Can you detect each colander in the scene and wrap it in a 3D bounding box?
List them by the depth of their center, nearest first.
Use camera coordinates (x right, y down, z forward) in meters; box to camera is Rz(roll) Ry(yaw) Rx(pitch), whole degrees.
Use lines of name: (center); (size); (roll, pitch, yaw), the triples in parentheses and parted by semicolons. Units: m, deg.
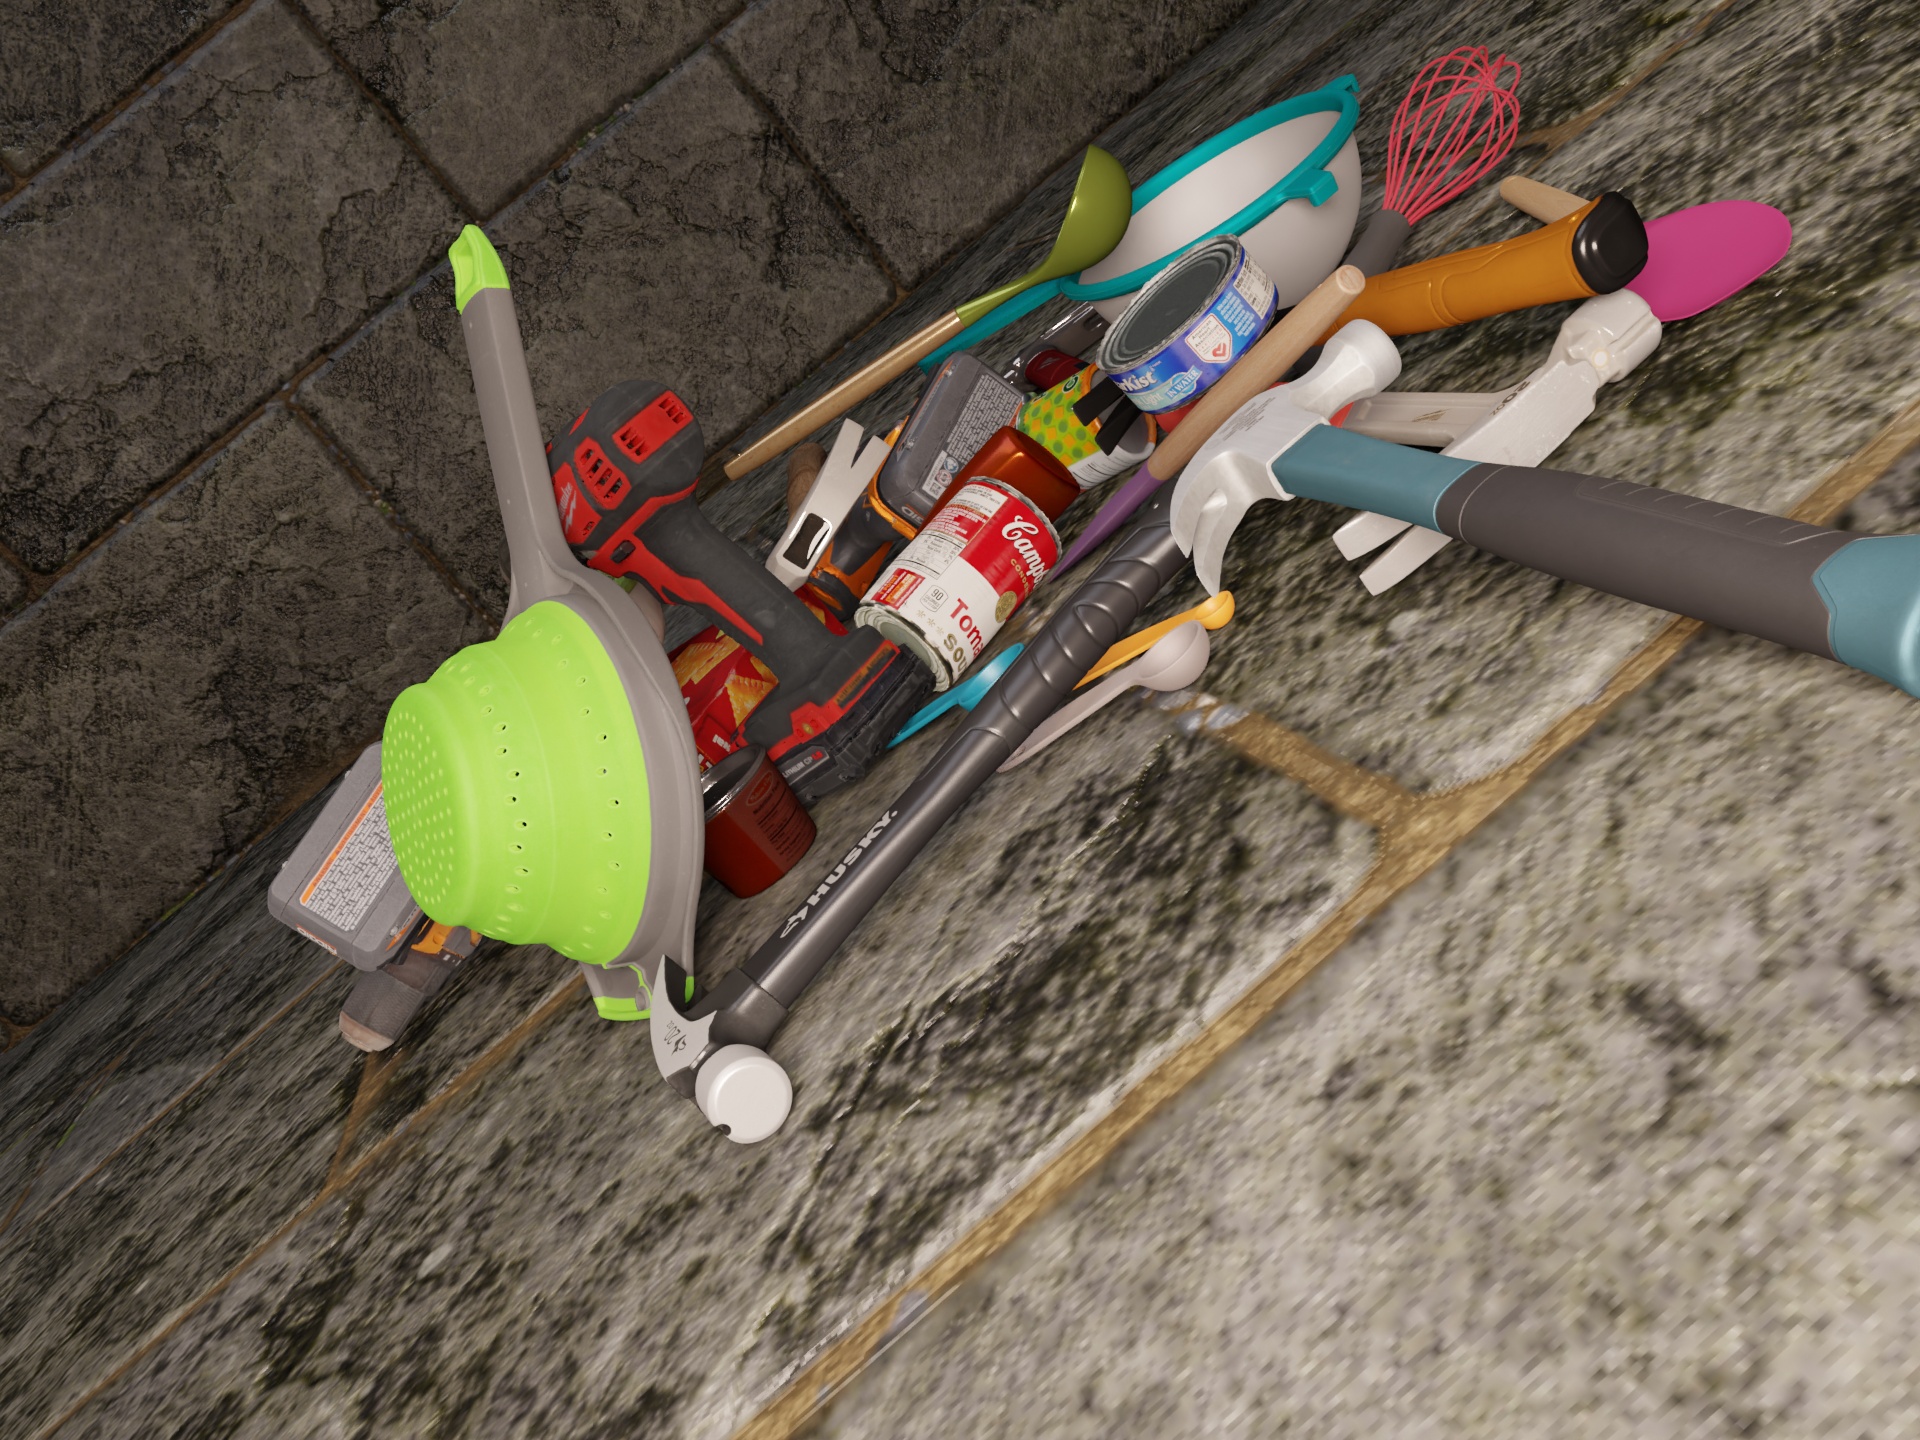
colander: (-0.227, -0.045, 0.751); (0.094, 0.397, 0.204); (-9, -7, -37)

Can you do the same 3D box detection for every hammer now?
hammer: (0.170, -0.068, 0.501); (0.128, 0.033, 0.331); (-40, 25, -5)
hammer: (-0.005, 0.022, 0.668); (0.335, 0.035, 0.146); (-48, 19, -13)
hammer: (0.171, -0.183, 0.729); (0.127, 0.034, 0.337); (-43, 19, -13)
hammer: (0.162, -0.139, 0.755); (0.149, 0.036, 0.359); (-41, 18, -3)
hammer: (-0.099, -0.147, 1.038); (0.130, 0.031, 0.331); (-55, 14, 11)
hammer: (0.097, -0.259, 1.176); (0.143, 0.038, 0.386); (-36, 18, 5)

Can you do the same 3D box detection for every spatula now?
spatula: (0.106, -0.131, 0.751); (0.060, 0.018, 0.316); (-48, 2, -21)

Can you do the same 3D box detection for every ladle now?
ladle: (-0.029, -0.253, 1.016); (0.320, 0.062, 0.078); (-31, 16, 15)

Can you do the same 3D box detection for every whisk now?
whisk: (0.258, -0.300, 0.927); (0.073, 0.073, 0.296); (-13, 38, 55)

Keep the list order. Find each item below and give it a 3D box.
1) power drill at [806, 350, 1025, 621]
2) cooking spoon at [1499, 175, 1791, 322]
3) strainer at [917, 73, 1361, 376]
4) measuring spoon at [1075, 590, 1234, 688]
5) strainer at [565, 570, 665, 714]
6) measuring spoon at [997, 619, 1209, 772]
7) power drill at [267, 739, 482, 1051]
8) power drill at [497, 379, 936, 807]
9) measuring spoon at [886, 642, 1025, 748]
power drill: (-0.035, -0.166, 1.085); (0.226, 0.084, 0.164); (-20, 40, 61)
cooking spoon: (0.294, -0.224, 0.725); (0.069, 0.017, 0.319); (-33, 19, 17)
strainer: (0.125, -0.281, 1.052); (0.340, 0.095, 0.211); (-23, 28, 32)
measuring spoon: (0.078, -0.029, 0.707); (0.117, 0.011, 0.021); (-28, 21, 44)
strainer: (-0.280, -0.005, 1.039); (0.256, 0.069, 0.152); (-39, 19, 16)
measuring spoon: (0.060, -0.003, 0.675); (0.124, 0.018, 0.034); (-35, 18, 38)
power drill: (-0.340, 0.114, 0.972); (0.185, 0.084, 0.226); (-59, -3, -13)
power drill: (-0.143, -0.056, 0.844); (0.188, 0.226, 0.080); (-28, 18, 51)
measuring spoon: (-0.001, -0.003, 0.797); (0.042, 0.021, 0.128); (-52, 12, -35)
